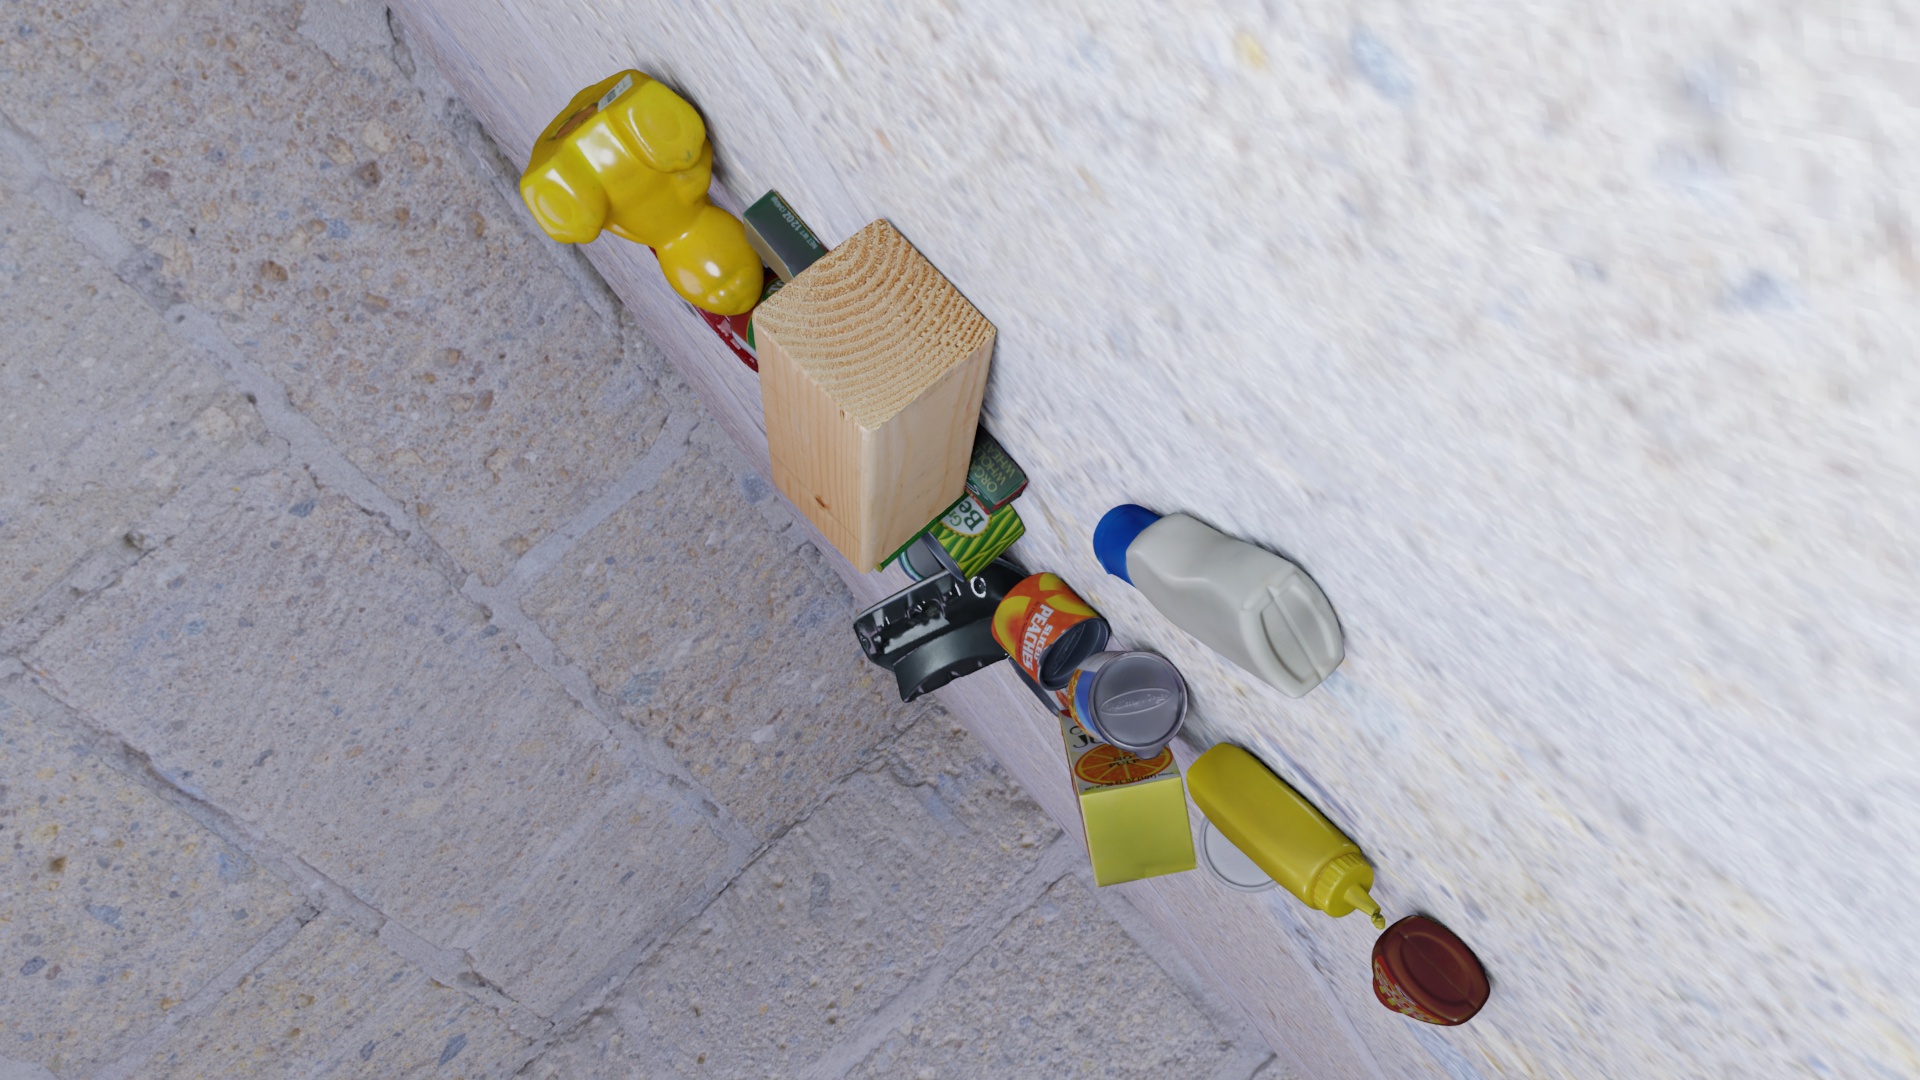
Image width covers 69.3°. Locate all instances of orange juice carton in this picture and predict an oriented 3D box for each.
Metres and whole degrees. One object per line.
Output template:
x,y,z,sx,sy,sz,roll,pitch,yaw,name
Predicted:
0.117,0.170,1.019,0.193,0.072,0.072,-95,-6,-75,orange juice carton

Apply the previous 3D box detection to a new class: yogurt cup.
0.197,0.206,0.956,0.072,0.072,0.054,48,180,11,yogurt cup

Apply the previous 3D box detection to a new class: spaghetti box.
-0.049,-0.119,0.892,0.250,0.029,0.050,49,171,3,spaghetti box

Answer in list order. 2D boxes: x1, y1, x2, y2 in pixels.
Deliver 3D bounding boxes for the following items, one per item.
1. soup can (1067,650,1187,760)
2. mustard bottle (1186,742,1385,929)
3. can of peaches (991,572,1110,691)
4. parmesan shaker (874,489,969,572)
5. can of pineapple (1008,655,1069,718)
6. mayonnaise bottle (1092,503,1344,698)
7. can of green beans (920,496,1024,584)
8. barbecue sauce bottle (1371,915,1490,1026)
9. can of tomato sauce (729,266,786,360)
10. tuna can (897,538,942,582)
0.112,0.110,0.942,0.071,0.071,0.083,49,173,0,soup can
0.207,0.188,0.860,0.160,0.049,0.065,40,167,48,mustard bottle
0.063,0.065,1.001,0.058,0.071,0.071,45,171,35,can of peaches
-0.035,-0.034,0.940,0.071,0.103,0.071,48,172,9,parmesan shaker
0.080,0.099,1.113,0.071,0.058,0.071,48,172,9,can of pineapple
0.108,0.018,0.626,0.064,0.041,0.148,55,172,-26,mayonnaise bottle
0.004,-0.011,1.001,0.071,0.058,0.071,48,172,9,can of green beans
0.280,0.268,0.852,0.065,0.044,0.148,45,172,21,barbecue sauce bottle
-0.117,-0.149,0.998,0.083,0.071,0.071,42,169,42,can of tomato sauce
-0.021,0.009,1.207,0.071,0.071,0.033,50,172,-5,tuna can
